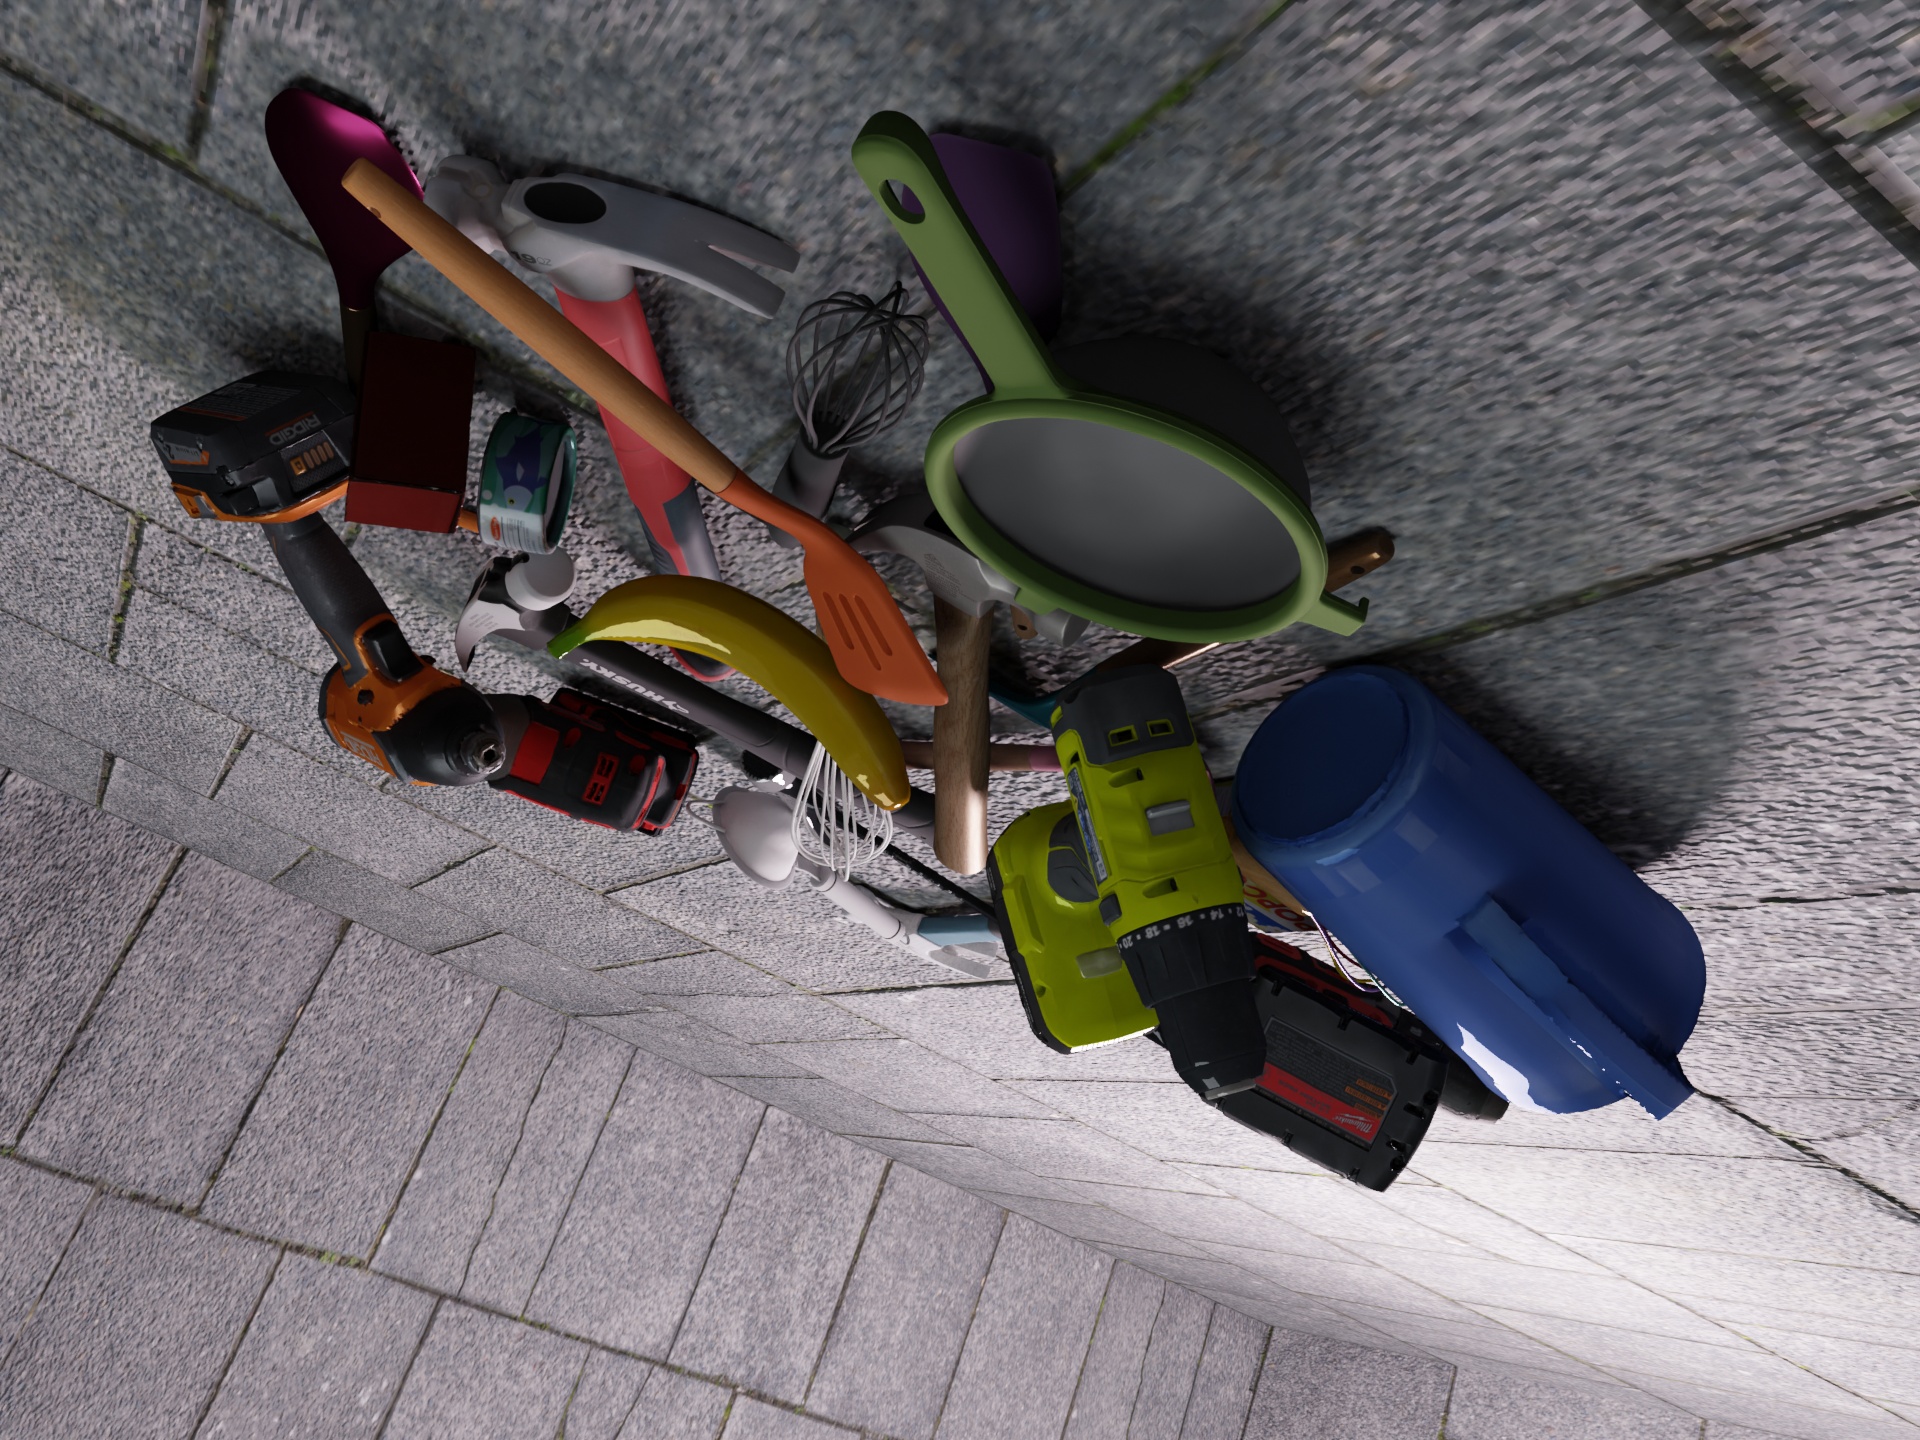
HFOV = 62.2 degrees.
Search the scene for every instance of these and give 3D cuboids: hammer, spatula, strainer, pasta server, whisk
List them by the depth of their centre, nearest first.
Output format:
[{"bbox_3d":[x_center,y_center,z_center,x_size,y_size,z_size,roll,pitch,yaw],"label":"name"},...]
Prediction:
[{"bbox_3d":[0.043,-0.121,0.545,0.151,0.069,0.256,7,153,35],"label":"strainer"},{"bbox_3d":[0.018,-0.116,0.647,0.060,0.018,0.315,18,157,14],"label":"spatula"},{"bbox_3d":[-0.119,-0.107,0.657,0.322,0.041,0.081,39,163,-36],"label":"spatula"},{"bbox_3d":[-0.057,-0.117,0.672,0.055,0.055,0.239,24,162,-8],"label":"whisk"},{"bbox_3d":[0.088,-0.038,0.761,0.082,0.044,0.317,32,151,-21],"label":"spatula"},{"bbox_3d":[-0.130,-0.110,0.764,0.143,0.038,0.386,16,158,8],"label":"hammer"},{"bbox_3d":[-0.001,-0.003,0.825,0.130,0.031,0.331,32,155,17],"label":"hammer"},{"bbox_3d":[0.190,0.102,0.838,0.047,0.051,0.244,-7,153,35],"label":"whisk"},{"bbox_3d":[-0.066,-0.003,0.854,0.059,0.058,0.246,-1,133,-4],"label":"whisk"},{"bbox_3d":[-0.136,0.001,0.932,0.334,0.035,0.146,29,154,-29],"label":"hammer"},{"bbox_3d":[0.022,0.028,0.950,0.316,0.040,0.060,0,142,43],"label":"pasta server"},{"bbox_3d":[0.033,0.138,1.055,0.409,0.036,0.149,30,168,22],"label":"hammer"},{"bbox_3d":[-0.108,0.114,1.208,0.050,0.087,0.258,-28,137,18],"label":"strainer"},{"bbox_3d":[0.039,0.161,1.247,0.128,0.033,0.331,33,155,-25],"label":"hammer"}]

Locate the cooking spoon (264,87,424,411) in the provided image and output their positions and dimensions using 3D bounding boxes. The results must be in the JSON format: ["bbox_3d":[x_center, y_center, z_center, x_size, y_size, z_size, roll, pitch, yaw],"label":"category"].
[{"bbox_3d":[-0.283,-0.185,0.749,0.068,0.017,0.319,23,158,-9],"label":"cooking spoon"}]

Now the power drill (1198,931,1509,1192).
[{"bbox_3d":[0.230,0.195,0.912,0.188,0.080,0.226,26,-174,13],"label":"power drill"}]

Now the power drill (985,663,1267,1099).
[{"bbox_3d":[0.081,0.097,0.785,0.080,0.191,0.228,-12,164,-12],"label":"power drill"}]

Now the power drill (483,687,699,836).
[{"bbox_3d":[-0.253,0.023,1.038,0.143,0.078,0.219,21,177,1],"label":"power drill"}]

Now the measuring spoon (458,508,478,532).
[{"bbox_3d":[-0.309,-0.120,0.932,0.117,0.011,0.021,18,158,6],"label":"measuring spoon"}]

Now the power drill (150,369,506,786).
[{"bbox_3d":[-0.320,-0.064,0.841,0.164,0.084,0.226,16,134,45],"label":"power drill"}]
